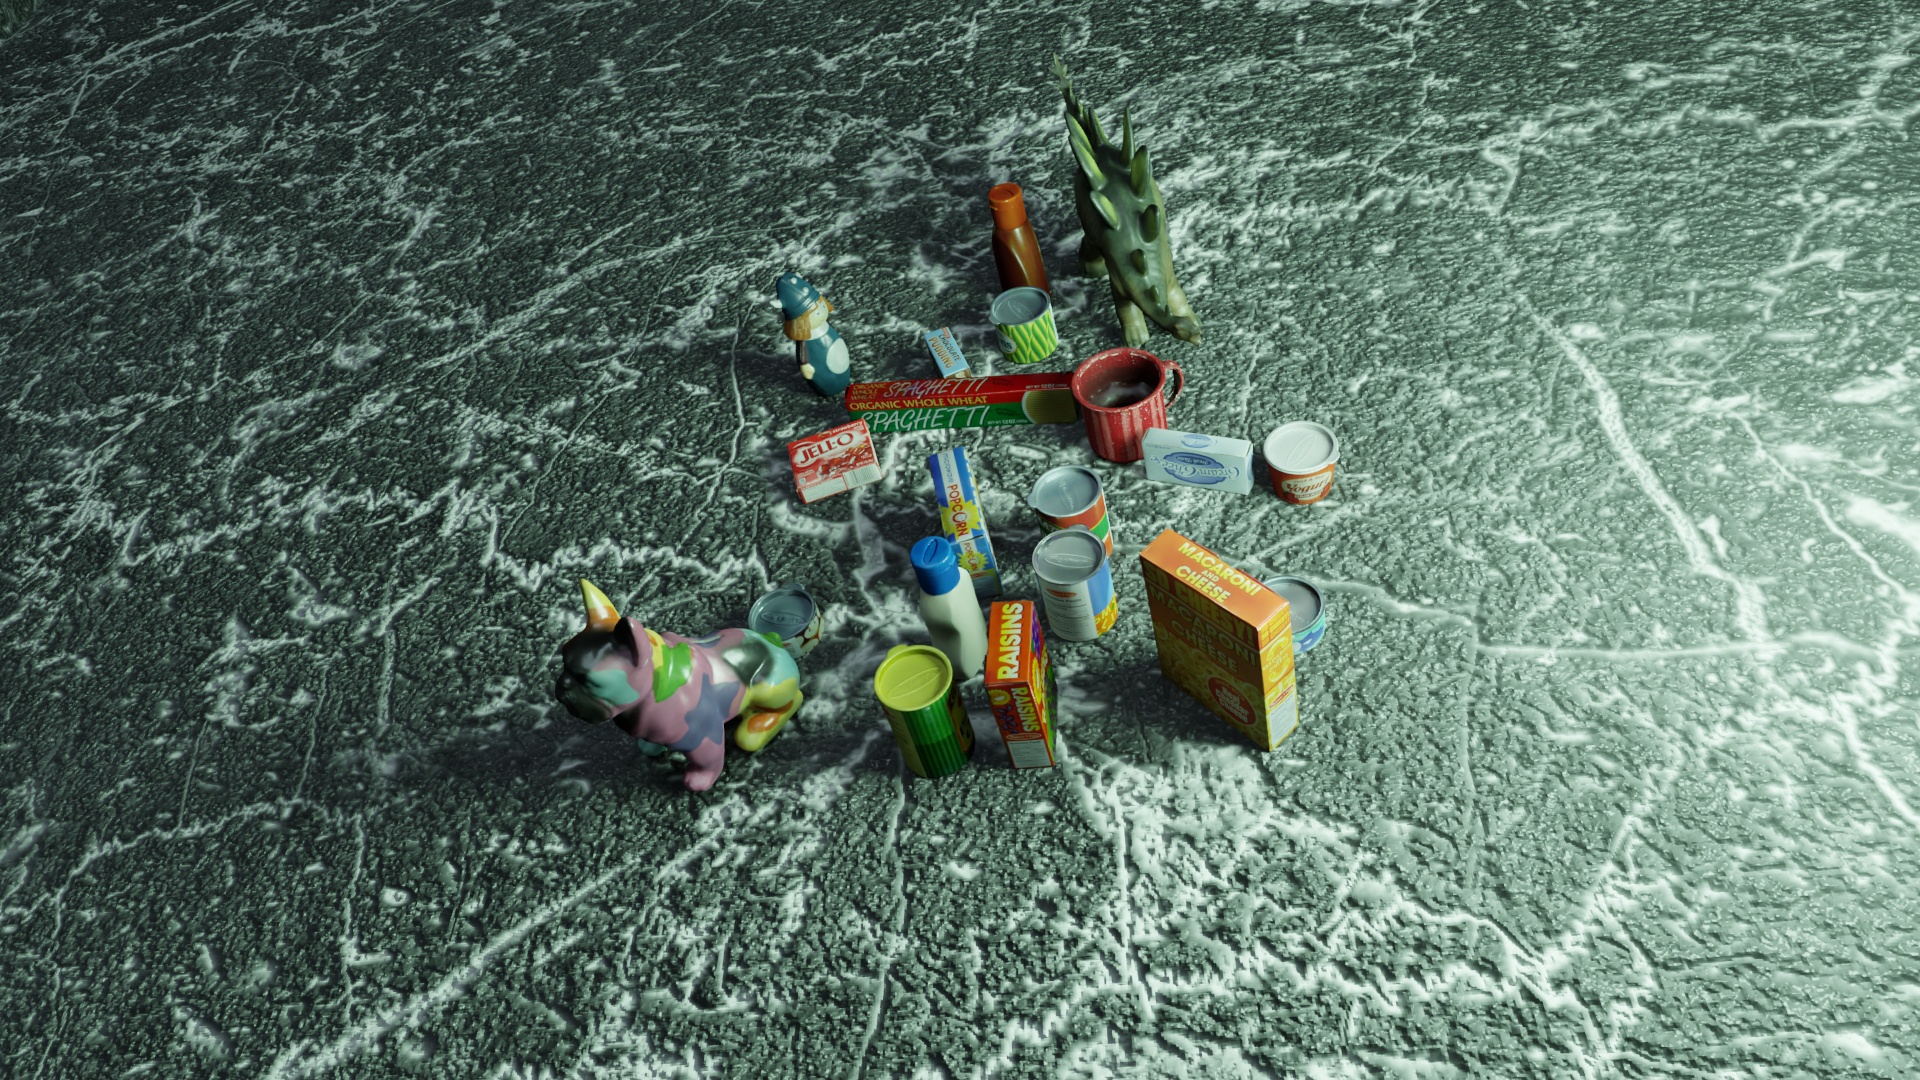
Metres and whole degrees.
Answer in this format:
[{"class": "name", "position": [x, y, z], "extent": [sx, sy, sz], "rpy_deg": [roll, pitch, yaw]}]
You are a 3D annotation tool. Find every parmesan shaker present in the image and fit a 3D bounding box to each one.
[{"class": "parmesan shaker", "position": [-0.030, 0.144, 1.175], "extent": [0.071, 0.102, 0.072], "rpy_deg": [-8, 47, 9]}]

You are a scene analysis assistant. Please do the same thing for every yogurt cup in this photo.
[{"class": "yogurt cup", "position": [0.320, -0.071, 1.306], "extent": [0.072, 0.053, 0.073], "rpy_deg": [-8, 47, 9]}]

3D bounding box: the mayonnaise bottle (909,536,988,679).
[{"class": "mayonnaise bottle", "position": [-0.010, 0.057, 1.218], "extent": [0.041, 0.147, 0.065], "rpy_deg": [5, 50, 20]}]

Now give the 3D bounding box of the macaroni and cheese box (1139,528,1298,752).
[{"class": "macaroni and cheese box", "position": [0.210, 0.080, 1.121], "extent": [0.040, 0.165, 0.124], "rpy_deg": [-39, 50, -19]}]

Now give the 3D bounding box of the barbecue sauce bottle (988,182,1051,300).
[{"class": "barbecue sauce bottle", "position": [0.062, -0.327, 1.551], "extent": [0.044, 0.147, 0.065], "rpy_deg": [-37, 49, -18]}]

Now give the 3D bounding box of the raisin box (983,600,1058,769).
[{"class": "raisin box", "position": [0.051, 0.121, 1.158], "extent": [0.040, 0.122, 0.086], "rpy_deg": [-4, 47, 12]}]

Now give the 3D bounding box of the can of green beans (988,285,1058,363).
[{"class": "can of green beans", "position": [0.071, -0.237, 1.528], "extent": [0.071, 0.057, 0.071], "rpy_deg": [-8, 47, 9]}]

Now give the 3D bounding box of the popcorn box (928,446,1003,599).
[{"class": "popcorn box", "position": [0.005, -0.017, 1.325], "extent": [0.038, 0.084, 0.127], "rpy_deg": [-15, 46, 3]}]

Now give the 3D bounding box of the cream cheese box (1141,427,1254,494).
[{"class": "cream cheese box", "position": [0.229, -0.077, 1.338], "extent": [0.104, 0.053, 0.024], "rpy_deg": [10, 52, 24]}]

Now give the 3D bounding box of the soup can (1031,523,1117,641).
[{"class": "soup can", "position": [0.105, 0.038, 1.247], "extent": [0.071, 0.083, 0.072], "rpy_deg": [-8, 47, 9]}]

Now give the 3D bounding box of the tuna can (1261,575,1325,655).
[{"class": "tuna can", "position": [0.281, 0.067, 1.205], "extent": [0.071, 0.032, 0.071], "rpy_deg": [-8, 47, 9]}]

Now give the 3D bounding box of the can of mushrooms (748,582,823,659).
[{"class": "can of mushrooms", "position": [-0.164, 0.077, 1.322], "extent": [0.071, 0.033, 0.071], "rpy_deg": [-8, 47, 9]}]

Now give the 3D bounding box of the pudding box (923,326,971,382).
[{"class": "pudding box", "position": [-0.011, -0.189, 1.512], "extent": [0.030, 0.049, 0.084], "rpy_deg": [-21, 46, -3]}]

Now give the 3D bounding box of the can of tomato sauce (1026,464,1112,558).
[{"class": "can of tomato sauce", "position": [0.104, -0.018, 1.300], "extent": [0.071, 0.082, 0.071], "rpy_deg": [-8, 47, 9]}]

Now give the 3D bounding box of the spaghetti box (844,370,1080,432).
[{"class": "spaghetti box", "position": [0.000, -0.145, 1.469], "extent": [0.250, 0.050, 0.029], "rpy_deg": [-2, 48, 14]}]
